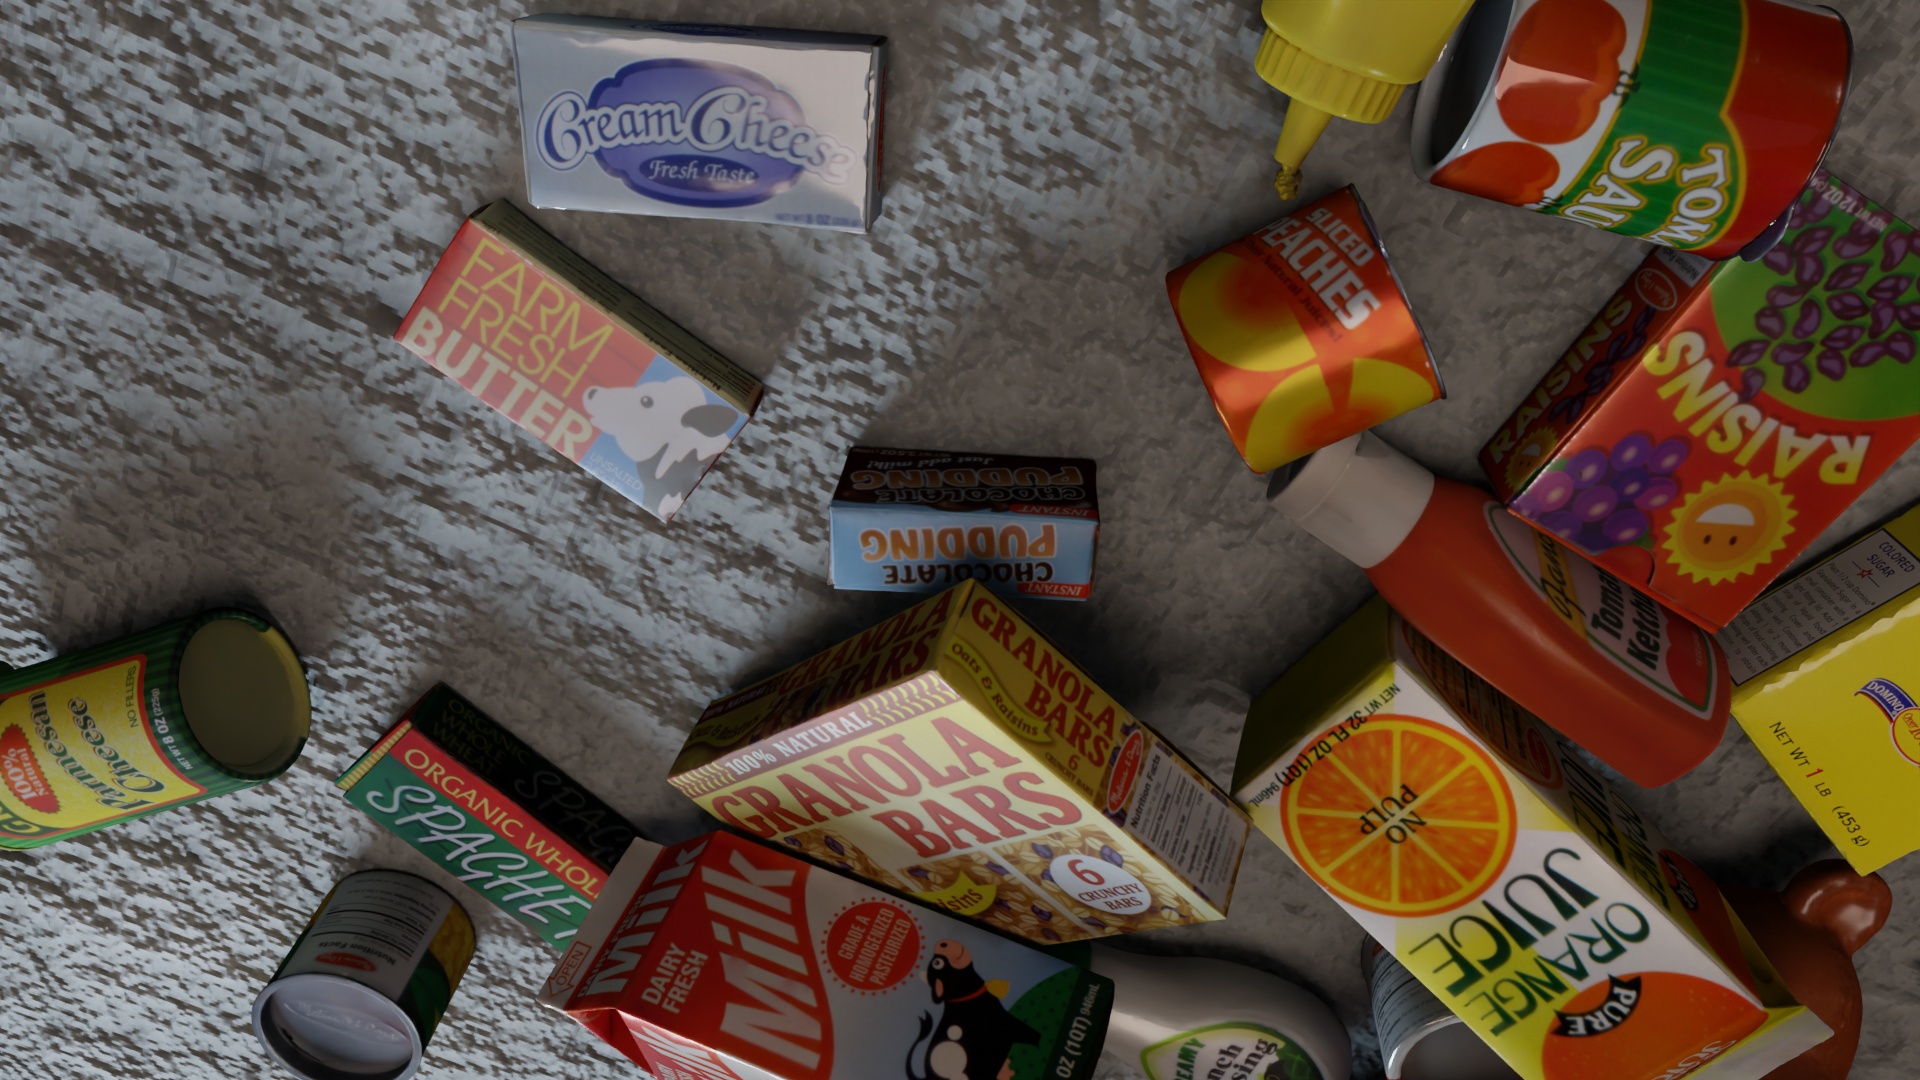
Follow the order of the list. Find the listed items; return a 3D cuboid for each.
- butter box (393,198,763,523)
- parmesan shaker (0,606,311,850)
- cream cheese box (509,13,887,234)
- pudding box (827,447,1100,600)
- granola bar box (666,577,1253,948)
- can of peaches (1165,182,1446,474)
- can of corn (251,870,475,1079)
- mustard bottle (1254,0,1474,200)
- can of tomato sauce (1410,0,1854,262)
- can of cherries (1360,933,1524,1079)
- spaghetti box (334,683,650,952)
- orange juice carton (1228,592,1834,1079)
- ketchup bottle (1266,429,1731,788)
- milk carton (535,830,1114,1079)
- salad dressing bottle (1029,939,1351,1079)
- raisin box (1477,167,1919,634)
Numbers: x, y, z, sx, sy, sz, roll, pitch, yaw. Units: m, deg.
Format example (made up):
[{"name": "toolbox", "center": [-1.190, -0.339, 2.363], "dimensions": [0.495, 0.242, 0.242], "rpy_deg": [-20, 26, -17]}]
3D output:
[{"name": "butter box", "center": [-0.120, -0.056, 0.441], "dimensions": [0.103, 0.024, 0.053], "rpy_deg": [35, 115, -14]}, {"name": "parmesan shaker", "center": [-0.300, 0.065, 0.499], "dimensions": [0.103, 0.071, 0.071], "rpy_deg": [-16, 116, 13]}, {"name": "cream cheese box", "center": [-0.074, -0.121, 0.402], "dimensions": [0.104, 0.024, 0.053], "rpy_deg": [5, 118, 2]}, {"name": "pudding box", "center": [0.002, -0.006, 0.444], "dimensions": [0.084, 0.050, 0.030], "rpy_deg": [3, 117, 3]}, {"name": "granola bar box", "center": [-0.007, 0.085, 0.460], "dimensions": [0.124, 0.039, 0.165], "rpy_deg": [42, 141, -18]}, {"name": "can of peaches", "center": [0.097, -0.060, 0.395], "dimensions": [0.058, 0.071, 0.071], "rpy_deg": [-24, 114, 18]}, {"name": "can of corn", "center": [-0.238, 0.178, 0.559], "dimensions": [0.071, 0.058, 0.070], "rpy_deg": [2, 119, 4]}, {"name": "mustard bottle", "center": [0.110, -0.158, 0.345], "dimensions": [0.049, 0.065, 0.159], "rpy_deg": [15, 123, -8]}, {"name": "can of tomato sauce", "center": [0.169, -0.113, 0.360], "dimensions": [0.083, 0.071, 0.070], "rpy_deg": [14, 119, -2]}, {"name": "can of cherries", "center": [0.191, 0.179, 0.522], "dimensions": [0.071, 0.059, 0.071], "rpy_deg": [2, 118, 4]}, {"name": "spaghetti box", "center": [-0.127, 0.151, 0.551], "dimensions": [0.050, 0.029, 0.249], "rpy_deg": [-40, 108, 23]}, {"name": "orange juice carton", "center": [0.184, 0.112, 0.451], "dimensions": [0.193, 0.073, 0.071], "rpy_deg": [43, 115, 1]}, {"name": "ketchup bottle", "center": [0.167, 0.014, 0.436], "dimensions": [0.149, 0.065, 0.043], "rpy_deg": [33, 130, -3]}, {"name": "milk carton", "center": [-0.049, 0.165, 0.487], "dimensions": [0.191, 0.073, 0.073], "rpy_deg": [18, 143, 14]}, {"name": "salad dressing bottle", "center": [0.077, 0.186, 0.544], "dimensions": [0.148, 0.044, 0.064], "rpy_deg": [21, 119, -6]}, {"name": "raisin box", "center": [0.229, -0.043, 0.410], "dimensions": [0.086, 0.040, 0.123], "rpy_deg": [28, 118, -11]}]
